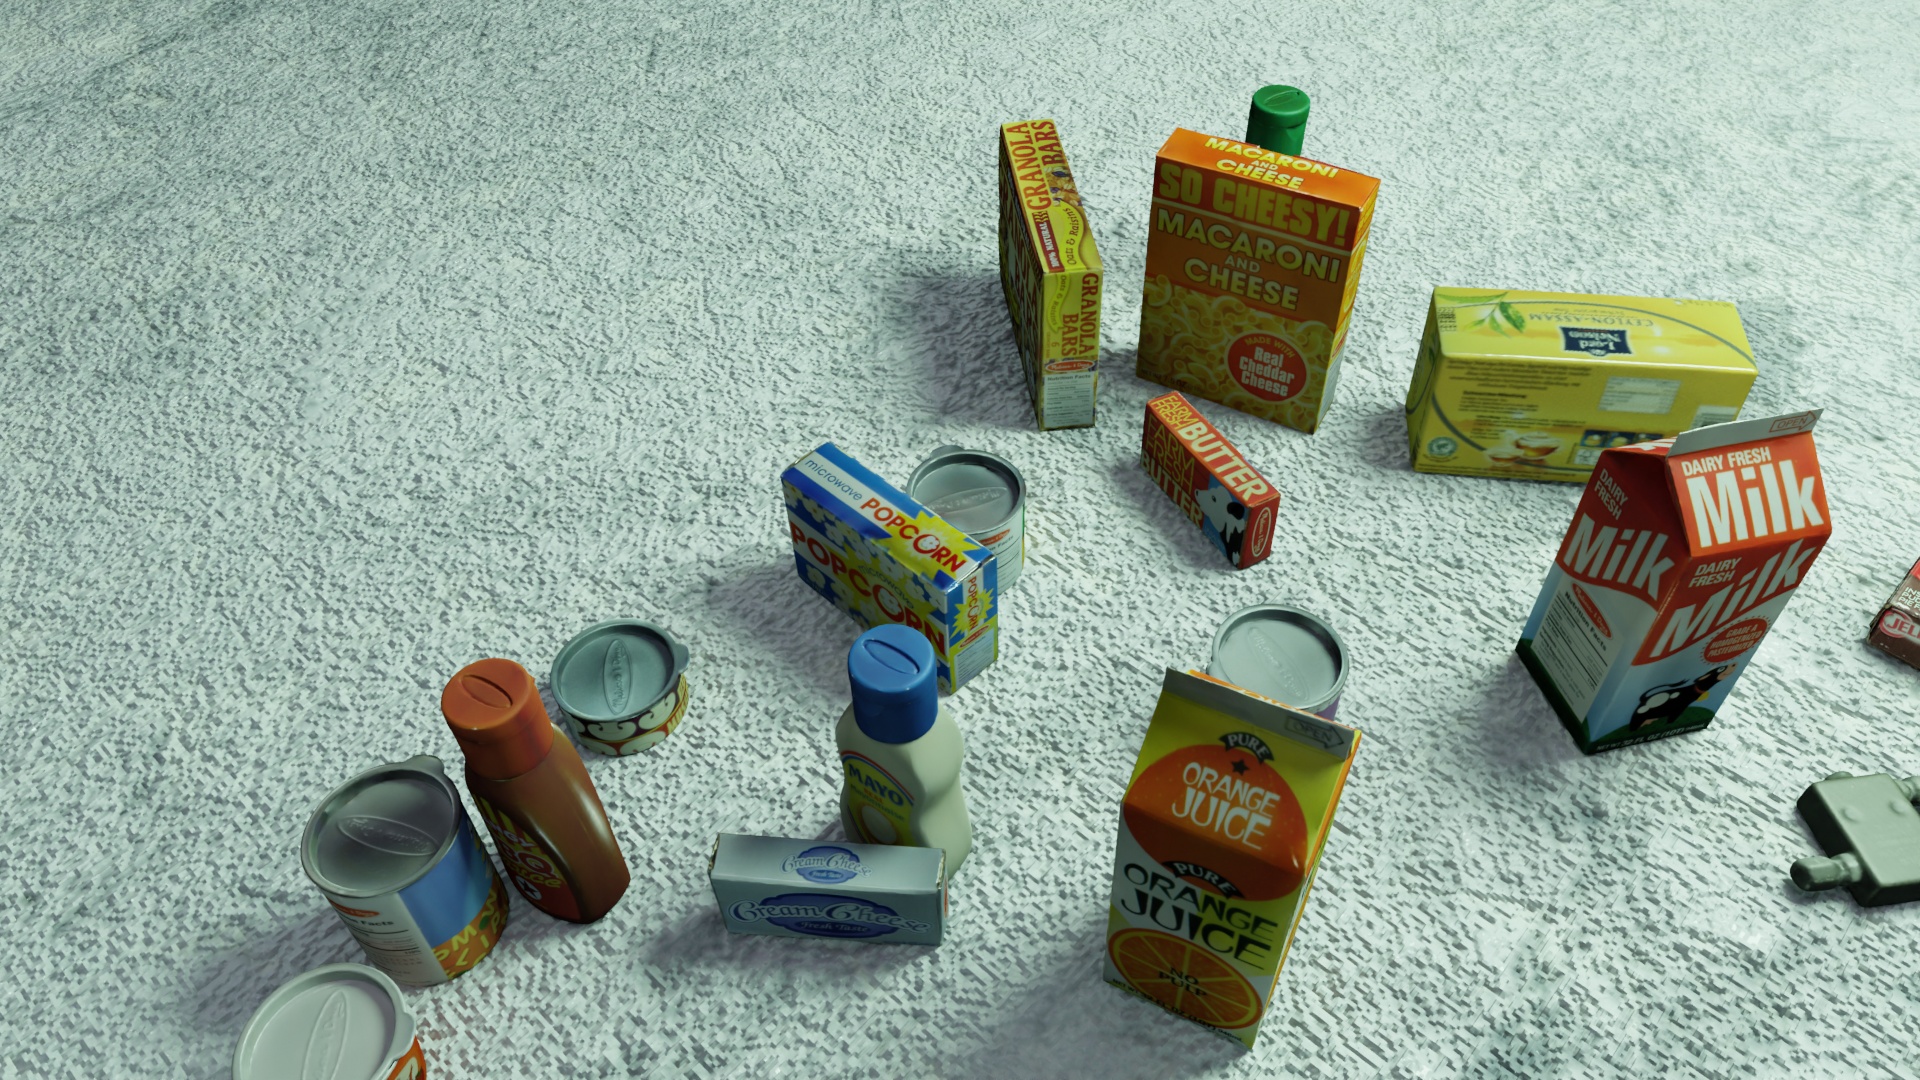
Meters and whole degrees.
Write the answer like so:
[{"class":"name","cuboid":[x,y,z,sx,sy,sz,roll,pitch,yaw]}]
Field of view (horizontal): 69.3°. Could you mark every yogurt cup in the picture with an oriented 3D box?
[{"class":"yogurt cup","cuboid":[-0.256,0.218,0.575,0.072,0.053,0.073,-1,47,1]}]

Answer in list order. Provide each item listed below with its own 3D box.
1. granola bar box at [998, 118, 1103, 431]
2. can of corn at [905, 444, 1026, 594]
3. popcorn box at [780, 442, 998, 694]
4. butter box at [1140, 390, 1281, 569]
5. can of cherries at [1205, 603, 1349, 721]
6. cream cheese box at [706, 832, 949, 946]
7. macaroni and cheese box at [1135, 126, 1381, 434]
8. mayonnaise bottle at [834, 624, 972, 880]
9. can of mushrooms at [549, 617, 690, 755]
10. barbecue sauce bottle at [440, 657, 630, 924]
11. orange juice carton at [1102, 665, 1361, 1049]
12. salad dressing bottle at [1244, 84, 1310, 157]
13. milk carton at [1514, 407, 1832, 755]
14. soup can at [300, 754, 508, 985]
[{"class":"granola bar box","cuboid":[0.054,-0.170,0.883,0.039,0.123,0.166,-6,47,-4]},{"class":"can of corn","cuboid":[0.003,-0.010,0.779,0.071,0.058,0.071,-1,47,1]},{"class":"popcorn box","cuboid":[-0.038,0.014,0.740,0.127,0.084,0.038,34,57,29]},{"class":"butter box","cuboid":[0.142,-0.036,0.803,0.024,0.052,0.104,-22,50,-18]},{"class":"can of cherries","cuboid":[0.153,0.075,0.694,0.071,0.058,0.072,-1,47,1]},{"class":"cream cheese box","cuboid":[-0.058,0.158,0.626,0.104,0.053,0.024,3,47,5]},{"class":"macaroni and cheese box","cuboid":[0.173,-0.154,0.836,0.124,0.165,0.040,21,51,20]},{"class":"mayonnaise bottle","cuboid":[-0.027,0.097,0.617,0.065,0.147,0.041,27,53,25]},{"class":"can of mushrooms","cuboid":[-0.173,0.076,0.720,0.071,0.033,0.071,-1,47,1]},{"class":"barbecue sauce bottle","cuboid":[-0.188,0.110,0.610,0.065,0.147,0.044,24,52,23]},{"class":"orange juice carton","cuboid":[0.108,0.121,0.561,0.072,0.191,0.073,20,51,19]},{"class":"salad dressing bottle","cuboid":[0.200,-0.224,0.914,0.064,0.146,0.044,-26,51,-21]},{"class":"milk carton","cuboid":[0.337,0.013,0.657,0.072,0.189,0.074,-11,47,-8]},{"class":"soup can","cuboid":[-0.243,0.148,0.620,0.071,0.083,0.072,-1,47,1]}]
